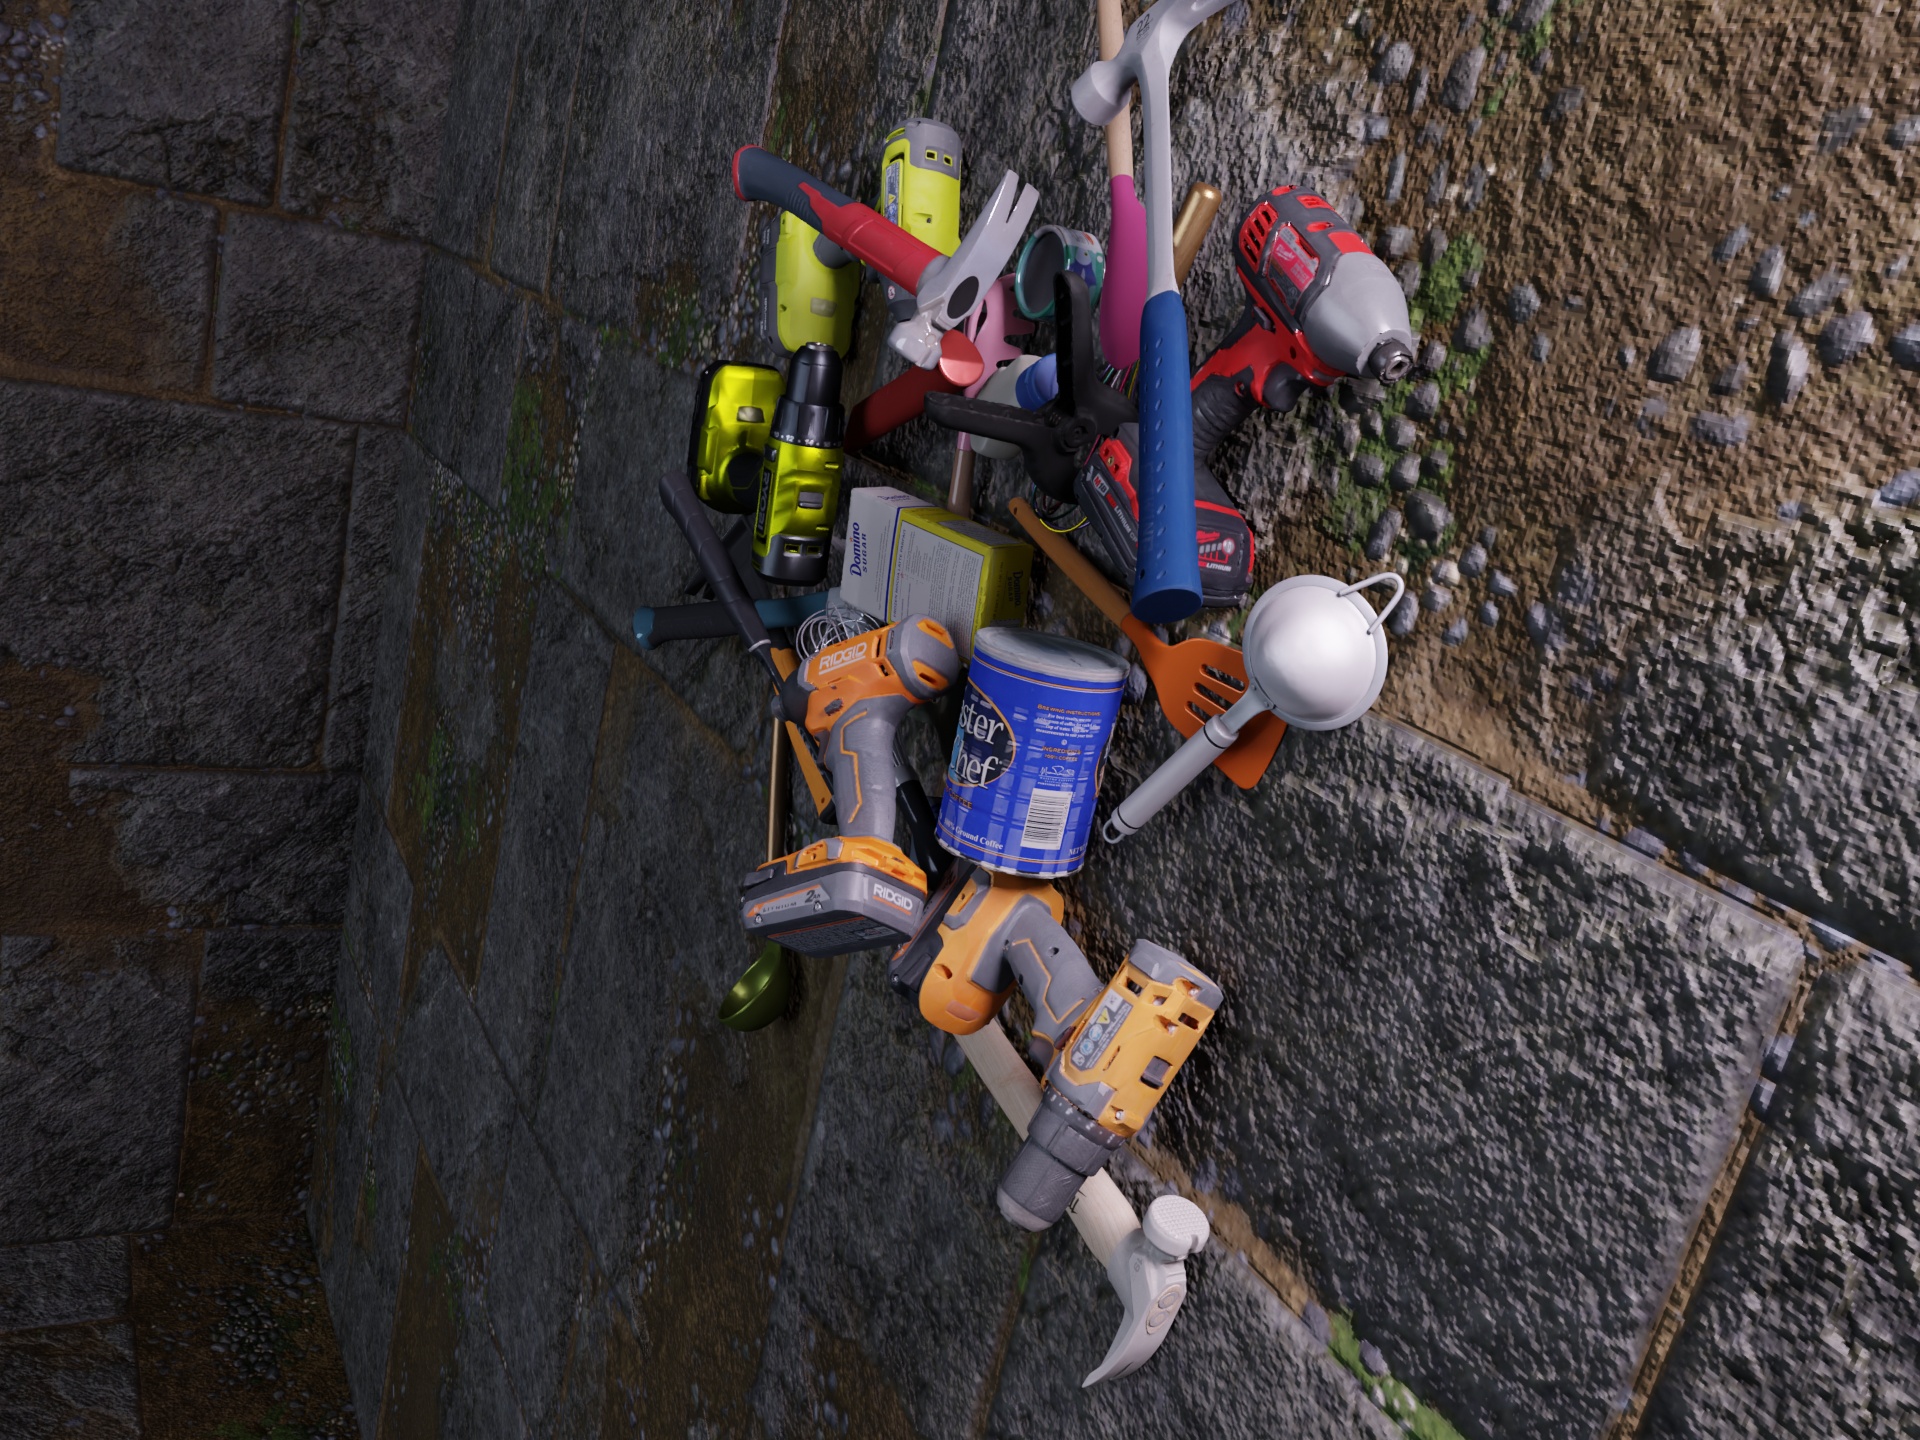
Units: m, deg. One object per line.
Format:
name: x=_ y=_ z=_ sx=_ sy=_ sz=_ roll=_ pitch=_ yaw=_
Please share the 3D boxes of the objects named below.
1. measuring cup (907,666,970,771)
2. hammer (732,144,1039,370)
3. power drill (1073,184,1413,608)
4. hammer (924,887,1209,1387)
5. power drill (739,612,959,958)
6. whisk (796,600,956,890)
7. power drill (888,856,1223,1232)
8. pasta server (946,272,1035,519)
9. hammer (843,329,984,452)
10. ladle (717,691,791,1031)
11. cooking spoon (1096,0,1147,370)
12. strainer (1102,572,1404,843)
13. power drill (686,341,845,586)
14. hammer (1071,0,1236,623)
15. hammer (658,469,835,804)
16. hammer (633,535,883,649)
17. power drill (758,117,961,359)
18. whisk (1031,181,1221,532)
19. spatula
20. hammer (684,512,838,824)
measuring cup: x=-0.002 y=-0.004 z=1.191 sx=0.168 sy=0.038 sz=0.083 roll=-158 pitch=72 yaw=-66
hammer: x=-0.079 y=-0.395 z=1.216 sx=0.143 sy=0.038 sz=0.387 roll=-56 pitch=42 yaw=11
power drill: x=0.164 y=-0.175 z=0.900 sx=0.219 sy=0.078 sz=0.143 roll=-57 pitch=42 yaw=34
hammer: x=0.031 y=0.257 z=1.110 sx=0.411 sy=0.038 sz=0.146 roll=51 pitch=130 yaw=48
power drill: x=-0.086 y=0.046 z=1.117 sx=0.164 sy=0.084 sz=0.227 roll=-17 pitch=55 yaw=40
whisk: x=-0.056 y=0.021 z=1.205 sx=0.070 sy=0.070 sz=0.285 roll=-56 pitch=48 yaw=40
power drill: x=0.043 y=0.195 z=1.008 sx=0.185 sy=0.084 sz=0.226 roll=-57 pitch=37 yaw=-1
pasta server: x=0.008 y=-0.177 z=1.199 sx=0.060 sy=0.040 sz=0.316 roll=31 pitch=118 yaw=55
hammer: x=-0.073 y=-0.233 z=1.282 sx=0.359 sy=0.036 sz=0.149 roll=174 pitch=98 yaw=-65
ladle: x=-0.180 y=0.120 z=1.445 sx=0.078 sy=0.062 sz=0.320 roll=-12 pitch=74 yaw=64
cooking spoon: x=0.103 y=-0.372 z=1.035 sx=0.069 sy=0.017 sz=0.319 roll=-28 pitch=57 yaw=51
strainer: x=0.154 y=0.003 z=0.911 sx=0.087 sy=0.050 sz=0.258 roll=55 pitch=134 yaw=16
power drill: x=-0.158 y=-0.233 z=1.340 sx=0.229 sy=0.080 sz=0.190 roll=41 pitch=125 yaw=57
hammer: x=0.116 y=-0.247 z=0.897 sx=0.144 sy=0.035 sz=0.406 roll=-30 pitch=51 yaw=51
hammer: x=-0.160 y=-0.050 z=1.309 sx=0.409 sy=0.036 sz=0.149 roll=60 pitch=166 yaw=24
hammer: x=-0.189 y=-0.092 z=1.425 sx=0.331 sy=0.033 sz=0.128 roll=-1 pitch=78 yaw=44
power drill: x=-0.081 y=-0.375 z=1.311 sx=0.223 sy=0.080 sz=0.171 roll=-4 pitch=83 yaw=55
whisk: x=0.103 y=-0.231 z=1.032 sx=0.245 sy=0.051 sz=0.047 roll=-65 pitch=32 yaw=26
spatula: x=0.107 y=-0.073 z=1.031 sx=0.323 sy=0.041 sz=0.081 roll=54 pitch=133 yaw=51
hammer: x=-0.163 y=-0.042 z=1.434 sx=0.127 sy=0.034 sz=0.337 roll=-44 pitch=52 yaw=28
